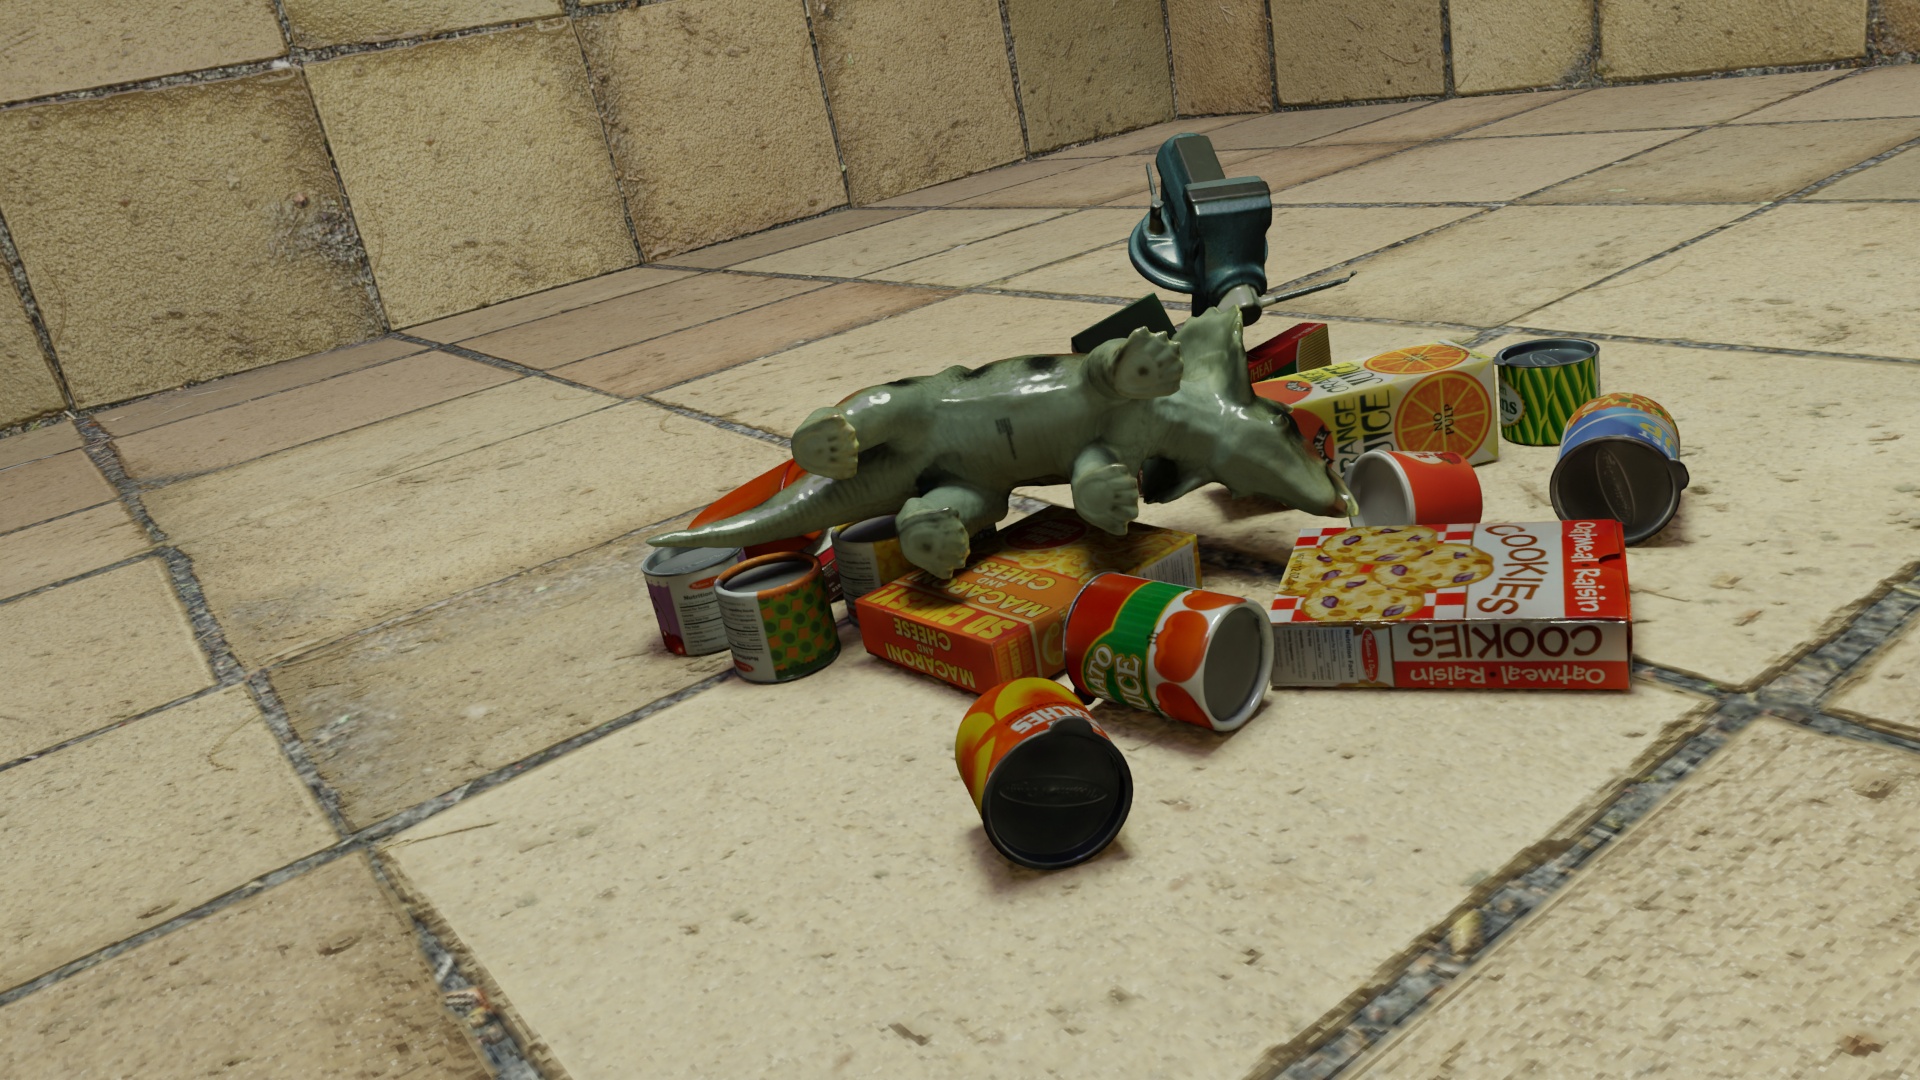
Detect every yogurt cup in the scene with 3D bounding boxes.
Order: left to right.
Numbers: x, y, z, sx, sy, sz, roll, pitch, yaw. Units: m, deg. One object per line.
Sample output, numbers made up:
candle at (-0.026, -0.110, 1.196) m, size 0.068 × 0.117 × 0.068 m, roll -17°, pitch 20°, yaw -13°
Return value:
yogurt cup at (0.268, -0.022, 0.816) m, size 0.054 × 0.072 × 0.072 m, roll -8°, pitch 19°, yaw -15°

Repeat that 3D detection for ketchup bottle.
ketchup bottle at (-0.154, -0.006, 0.952) m, size 0.148 × 0.043 × 0.065 m, roll -23°, pitch 44°, yaw 37°

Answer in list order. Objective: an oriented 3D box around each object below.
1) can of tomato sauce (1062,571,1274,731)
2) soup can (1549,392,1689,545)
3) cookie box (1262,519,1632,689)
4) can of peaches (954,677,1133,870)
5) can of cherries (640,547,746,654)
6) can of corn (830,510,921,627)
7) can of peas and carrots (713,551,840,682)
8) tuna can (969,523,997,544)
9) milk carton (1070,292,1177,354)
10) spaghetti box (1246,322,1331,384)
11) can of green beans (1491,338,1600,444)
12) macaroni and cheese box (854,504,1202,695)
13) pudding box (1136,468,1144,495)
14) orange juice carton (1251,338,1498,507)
can of tomato sauce at (0.103, 0.056, 0.691) m, size 0.083 × 0.071 × 0.071 m, roll 10°, pitch 29°, yaw 44°
soup can at (0.383, -0.043, 0.804) m, size 0.071 × 0.071 × 0.084 m, roll 0°, pitch 23°, yaw 28°
cookie box at (0.252, 0.030, 0.715) m, size 0.167 × 0.040 × 0.123 m, roll -2°, pitch 22°, yaw 23°
can of peaches at (0.035, 0.098, 0.606) m, size 0.071 × 0.071 × 0.058 m, roll -14°, pitch 19°, yaw -9°
can of cherries at (-0.167, 0.033, 0.899) m, size 0.071 × 0.058 × 0.072 m, roll -11°, pitch 21°, yaw 4°
can of corn at (-0.043, 0.015, 0.883) m, size 0.071 × 0.058 × 0.071 m, roll -10°, pitch 21°, yaw 4°
can of peas and carrots at (-0.109, 0.044, 0.839) m, size 0.071 × 0.058 × 0.071 m, roll -9°, pitch 21°, yaw 4°
tuna can at (0.003, -0.011, 0.915) m, size 0.033 × 0.070 × 0.071 m, roll -13°, pitch 20°, yaw -5°
milk carton at (0.137, -0.145, 1.130) m, size 0.073 × 0.072 × 0.191 m, roll -29°, pitch 2°, yaw 6°
spaghetti box at (0.220, -0.115, 1.104) m, size 0.028 × 0.050 × 0.251 m, roll 8°, pitch 28°, yaw 44°
can of green beans at (0.408, -0.104, 0.963) m, size 0.071 × 0.057 × 0.071 m, roll -10°, pitch 20°, yaw 4°
macaroni and cheese box at (0.041, 0.033, 0.819) m, size 0.167 × 0.040 × 0.124 m, roll -26°, pitch 25°, yaw -35°
pudding box at (0.164, -0.066, 1.003) m, size 0.084 × 0.049 × 0.030 m, roll -22°, pitch 21°, yaw -30°
orange juice carton at (0.260, -0.077, 0.949) m, size 0.193 × 0.072 × 0.072 m, roll -13°, pitch 20°, yaw -5°
